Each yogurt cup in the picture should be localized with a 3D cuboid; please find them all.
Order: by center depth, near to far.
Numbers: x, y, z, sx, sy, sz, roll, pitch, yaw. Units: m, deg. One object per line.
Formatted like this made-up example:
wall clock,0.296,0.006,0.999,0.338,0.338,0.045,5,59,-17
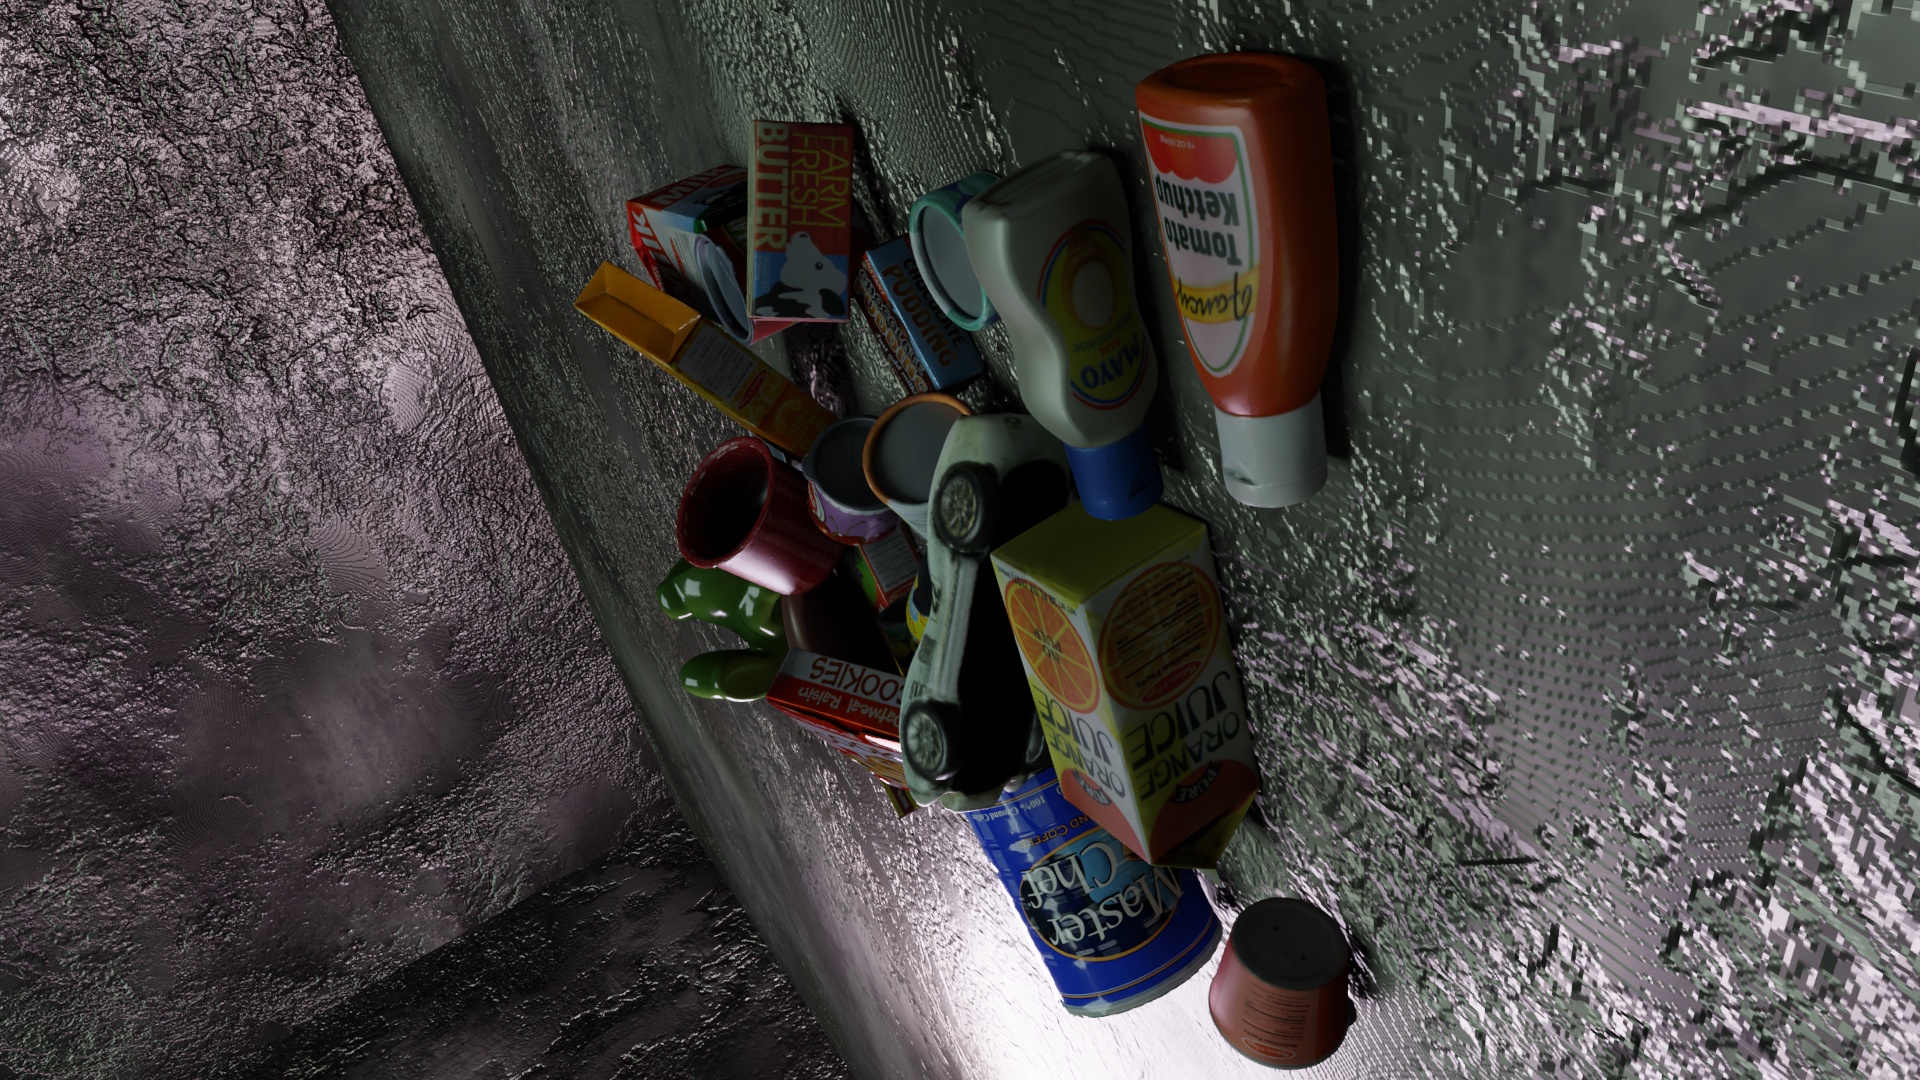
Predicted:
yogurt cup,0.155,0.210,0.668,0.072,0.072,0.053,42,144,44

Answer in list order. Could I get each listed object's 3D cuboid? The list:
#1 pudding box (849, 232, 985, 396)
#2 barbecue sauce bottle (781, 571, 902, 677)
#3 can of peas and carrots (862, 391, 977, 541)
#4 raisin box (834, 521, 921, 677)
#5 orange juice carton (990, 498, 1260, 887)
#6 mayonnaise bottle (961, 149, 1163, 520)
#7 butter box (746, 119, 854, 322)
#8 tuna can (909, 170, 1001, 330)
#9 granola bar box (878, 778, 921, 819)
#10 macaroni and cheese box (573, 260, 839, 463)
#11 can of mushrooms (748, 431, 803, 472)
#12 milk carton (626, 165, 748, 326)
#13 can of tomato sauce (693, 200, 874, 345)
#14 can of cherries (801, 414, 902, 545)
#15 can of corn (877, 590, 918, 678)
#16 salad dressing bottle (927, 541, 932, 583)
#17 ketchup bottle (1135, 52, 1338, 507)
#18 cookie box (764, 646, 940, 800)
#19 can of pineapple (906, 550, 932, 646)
pudding box,-0.024,-0.114,0.734,0.083,0.030,0.049,62,159,0
barbecue sauce bottle,-0.095,0.055,0.968,0.149,0.065,0.043,60,138,33
can of peas and carrots,-0.011,-0.039,0.721,0.071,0.071,0.058,52,-177,26
raisin box,-0.046,0.046,0.980,0.123,0.040,0.086,65,159,-9
orange juice carton,0.084,0.078,0.655,0.072,0.073,0.191,29,143,54
mayonnaise bottle,0.049,-0.077,0.560,0.041,0.065,0.147,28,145,51
butter box,-0.084,-0.166,0.726,0.024,0.053,0.103,-152,62,-70
tuna can,0.008,-0.131,0.630,0.071,0.033,0.070,50,157,30
granola bar box,-0.065,0.121,1.073,0.165,0.039,0.124,62,-179,-1
macaroni and cheese box,-0.155,-0.108,0.910,0.124,0.040,0.166,32,177,41
can of mushrooms,-0.132,-0.081,1.036,0.071,0.033,0.070,50,158,30
milk carton,-0.155,-0.193,0.892,0.191,0.072,0.073,28,141,55
can of tomato sauce,-0.097,-0.157,0.778,0.071,0.083,0.070,49,156,31
can of cherries,-0.066,-0.037,0.875,0.071,0.072,0.058,56,160,15
can of corn,-0.010,0.063,0.873,0.071,0.071,0.058,10,126,65
salad dressing bottle,0.003,-0.010,0.766,0.043,0.064,0.148,84,160,-67
ketchup bottle,0.097,-0.082,0.460,0.065,0.044,0.148,35,147,51
cookie box,-0.027,0.127,0.870,0.123,0.040,0.167,11,159,32
can of pineapple,0.002,0.034,0.804,0.071,0.071,0.057,56,159,15
